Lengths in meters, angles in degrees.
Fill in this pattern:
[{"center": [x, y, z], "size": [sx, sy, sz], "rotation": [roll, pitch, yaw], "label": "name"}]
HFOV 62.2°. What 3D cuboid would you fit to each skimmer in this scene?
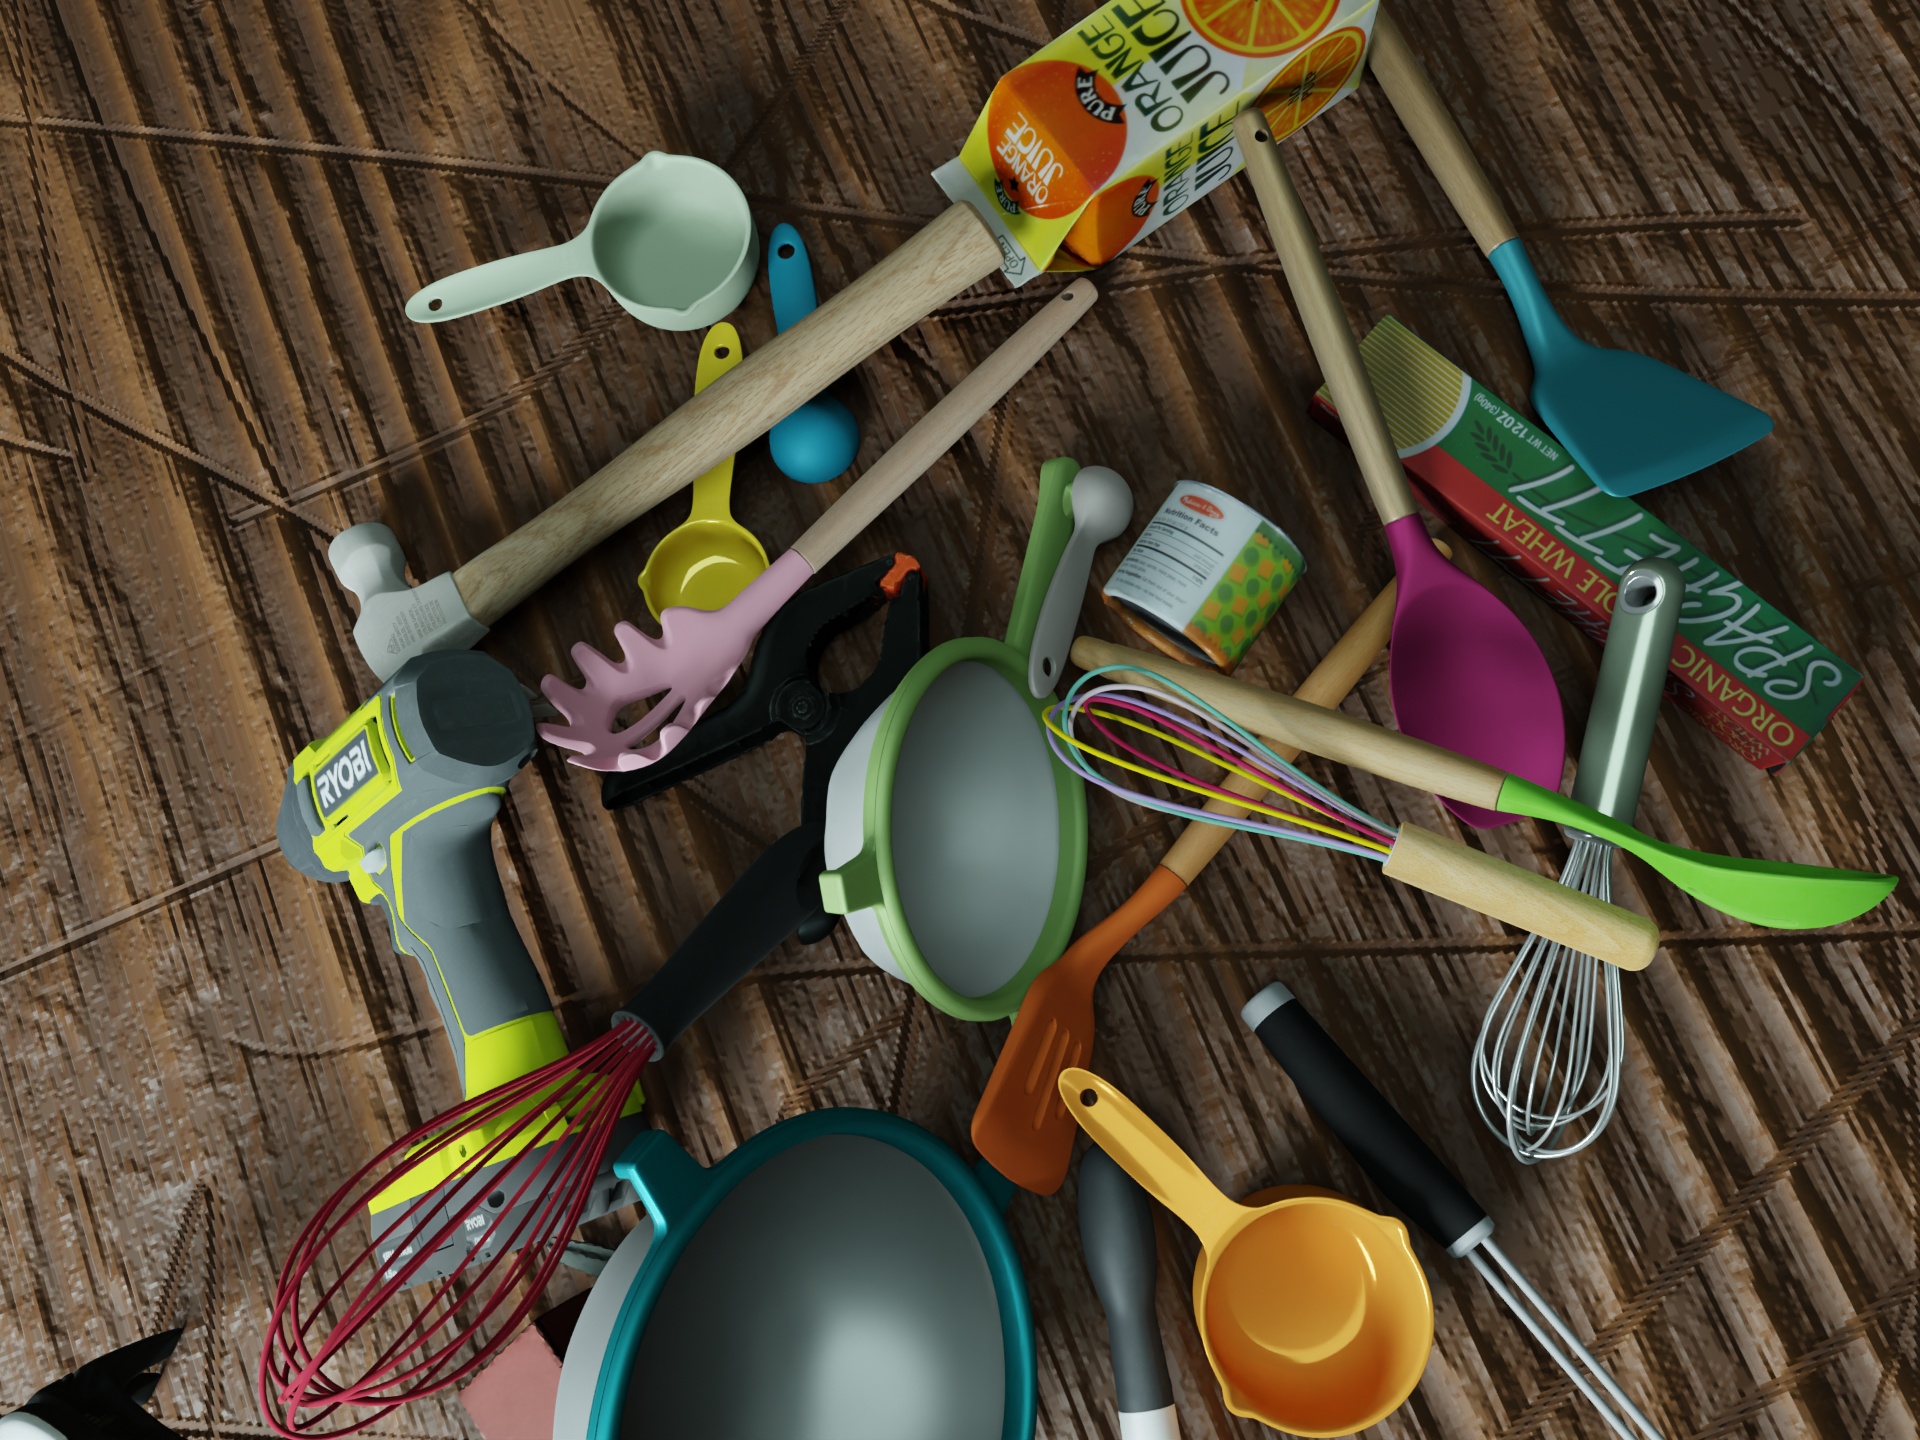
[{"center": [0.251, 0.238, 0.611], "size": [0.364, 0.090, 0.127], "rotation": [50, 126, 23], "label": "skimmer"}]

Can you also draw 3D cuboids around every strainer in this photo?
[{"center": [-0.074, 0.309, 0.560], "size": [0.095, 0.210, 0.340], "rotation": [-9, 72, 41], "label": "strainer"}, {"center": [-0.001, -0.002, 0.664], "size": [0.069, 0.151, 0.256], "rotation": [-5, 57, 33], "label": "strainer"}]

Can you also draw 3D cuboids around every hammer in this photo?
[{"center": [-0.201, 0.335, 0.628], "size": [0.337, 0.127, 0.034], "rotation": [24, 82, 0], "label": "hammer"}, {"center": [-0.122, -0.116, 0.695], "size": [0.331, 0.031, 0.130], "rotation": [-34, 64, 4], "label": "hammer"}]

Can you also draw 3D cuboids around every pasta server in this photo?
[{"center": [-0.051, -0.091, 0.683], "size": [0.060, 0.040, 0.316], "rotation": [39, 76, 24], "label": "pasta server"}]

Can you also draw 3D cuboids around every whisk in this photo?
[{"center": [0.146, 0.038, 0.614], "size": [0.245, 0.047, 0.051], "rotation": [22, 81, 10], "label": "whisk"}, {"center": [0.251, 0.055, 0.631], "size": [0.058, 0.059, 0.246], "rotation": [11, 86, 46], "label": "whisk"}, {"center": [0.079, 0.308, 0.615], "size": [0.070, 0.070, 0.285], "rotation": [-10, 74, 4], "label": "whisk"}, {"center": [-0.126, 0.124, 0.558], "size": [0.073, 0.073, 0.296], "rotation": [33, 45, 11], "label": "whisk"}]

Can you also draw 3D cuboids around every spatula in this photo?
[{"center": [0.110, 0.050, 0.659], "size": [0.322, 0.080, 0.041], "rotation": [-50, 48, -8], "label": "spatula"}, {"center": [0.232, -0.235, 0.699], "size": [0.082, 0.044, 0.318], "rotation": [-23, 77, -9], "label": "spatula"}]

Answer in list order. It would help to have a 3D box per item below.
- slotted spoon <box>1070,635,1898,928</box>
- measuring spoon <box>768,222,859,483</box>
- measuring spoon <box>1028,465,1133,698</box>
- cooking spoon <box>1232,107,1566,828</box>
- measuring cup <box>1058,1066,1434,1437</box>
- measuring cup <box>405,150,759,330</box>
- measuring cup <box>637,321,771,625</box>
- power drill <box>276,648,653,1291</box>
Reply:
[{"center": [0.183, 0.019, 0.611], "size": [0.314, 0.070, 0.031], "rotation": [20, 97, 25], "label": "slotted spoon"}, {"center": [-0.075, -0.173, 0.731], "size": [0.042, 0.021, 0.129], "rotation": [-10, 80, 4], "label": "measuring spoon"}, {"center": [0.052, -0.060, 0.670], "size": [0.018, 0.034, 0.124], "rotation": [-11, 47, 39], "label": "measuring spoon"}, {"center": [0.176, -0.108, 0.667], "size": [0.069, 0.017, 0.319], "rotation": [-20, 87, -2], "label": "cooking spoon"}, {"center": [0.104, 0.197, 0.625], "size": [0.174, 0.052, 0.095], "rotation": [43, 87, 8], "label": "measuring cup"}, {"center": [-0.174, -0.207, 0.742], "size": [0.167, 0.038, 0.083], "rotation": [-14, 79, 5], "label": "measuring cup"}, {"center": [-0.110, -0.106, 0.725], "size": [0.062, 0.029, 0.157], "rotation": [-1, 73, 5], "label": "measuring cup"}, {"center": [-0.211, 0.104, 0.647], "size": [0.171, 0.080, 0.223], "rotation": [-30, 75, 41], "label": "power drill"}]
